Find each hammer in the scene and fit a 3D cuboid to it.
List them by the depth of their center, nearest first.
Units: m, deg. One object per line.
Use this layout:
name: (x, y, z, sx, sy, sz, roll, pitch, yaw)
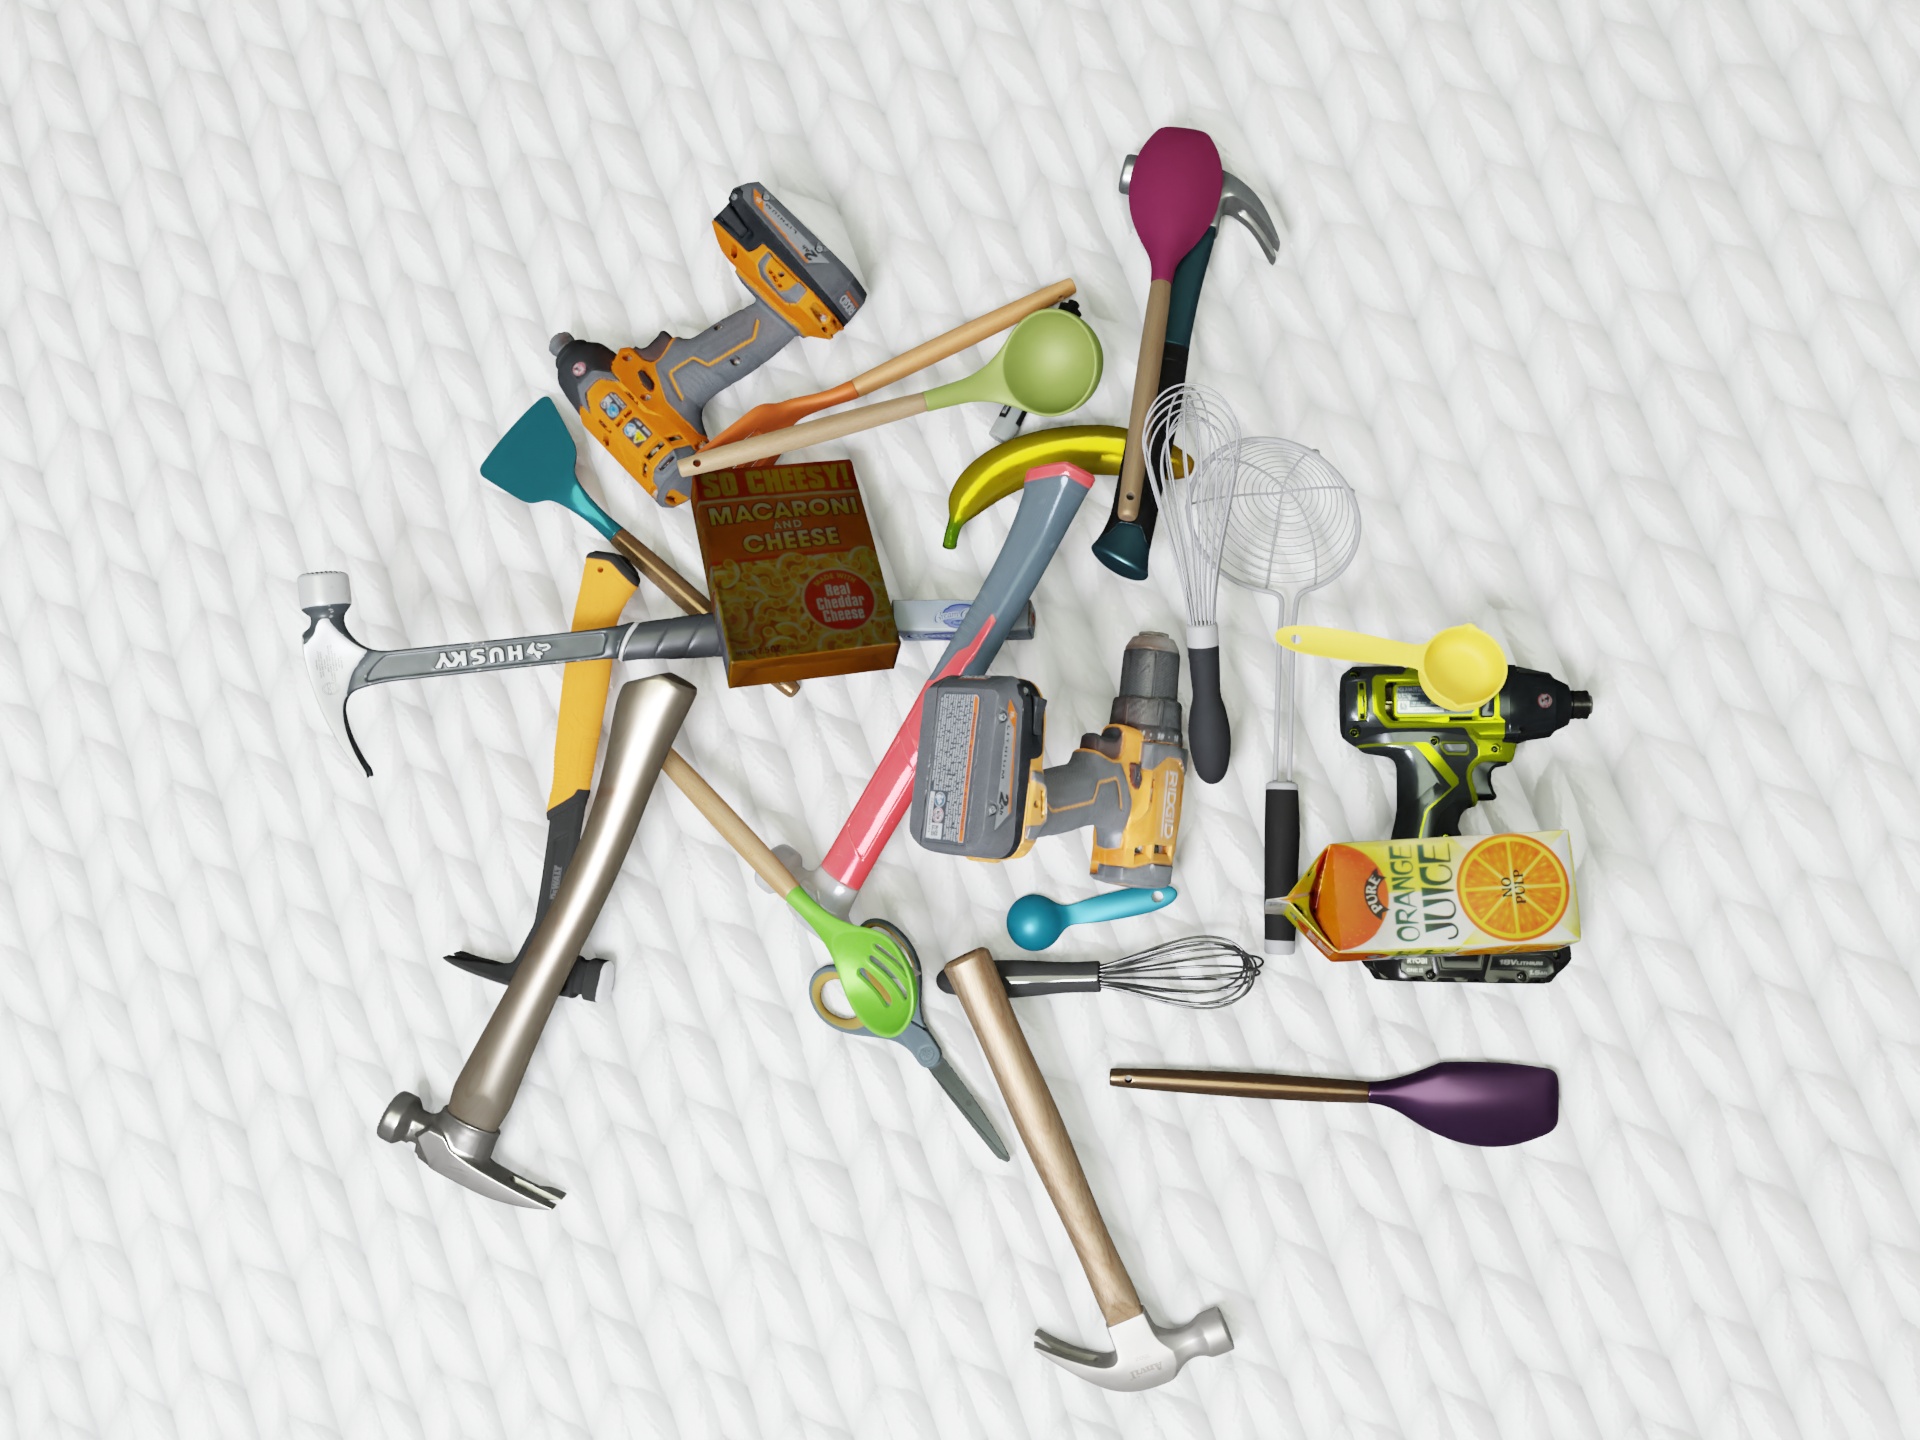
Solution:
hammer: (-0.002, -0.004, 1.131, 0.143, 0.038, 0.386, 35, 102, 20)
hammer: (0.068, 0.320, 1.133, 0.130, 0.031, 0.331, -25, 88, 5)
hammer: (-0.282, 0.158, 1.161, 0.146, 0.038, 0.410, 26, 97, 3)
hammer: (-0.263, -0.051, 1.164, 0.409, 0.036, 0.149, -6, 93, -11)
hammer: (0.150, -0.261, 1.168, 0.128, 0.033, 0.331, 12, 76, 6)
hammer: (-0.300, 0.038, 1.203, 0.127, 0.034, 0.337, 10, 91, 7)

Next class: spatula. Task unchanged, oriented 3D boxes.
spatula: (0.265, 0.267, 1.137, 0.316, 0.018, 0.060, 3, 86, 6)
spatula: (-0.055, -0.256, 1.209, 0.322, 0.081, 0.041, -26, 60, -1)
spatula: (-0.242, -0.126, 1.232, 0.317, 0.044, 0.082, 42, 91, 4)

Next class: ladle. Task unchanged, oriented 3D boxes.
ladle: (-0.051, -0.228, 1.158, 0.320, 0.062, 0.078, -16, 91, -5)

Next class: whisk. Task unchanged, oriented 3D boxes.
whisk: (0.166, -0.092, 1.113, 0.070, 0.070, 0.284, -4, 104, 6)
whisk: (0.099, 0.184, 1.153, 0.239, 0.055, 0.055, -4, 84, 11)

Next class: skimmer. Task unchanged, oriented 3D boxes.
skimmer: (0.220, -0.015, 1.132, 0.127, 0.090, 0.363, 0, 86, 29)

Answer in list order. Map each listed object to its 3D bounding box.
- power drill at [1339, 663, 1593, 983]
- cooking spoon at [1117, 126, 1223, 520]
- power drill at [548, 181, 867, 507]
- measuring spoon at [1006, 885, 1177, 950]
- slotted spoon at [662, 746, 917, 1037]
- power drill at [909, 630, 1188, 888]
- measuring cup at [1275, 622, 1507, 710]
power drill: (0.357, 0.071, 1.117, 0.171, 0.080, 0.223, 0, 81, 8)
cooking spoon: (0.142, -0.293, 1.149, 0.069, 0.017, 0.319, 8, 75, 5)
power drill: (-0.201, -0.296, 1.215, 0.226, 0.084, 0.164, -45, 80, 4)
measuring spoon: (0.096, 0.139, 1.166, 0.128, 0.021, 0.042, -13, 83, 7)
slotted spoon: (-0.137, 0.106, 1.151, 0.314, 0.031, 0.070, 44, 122, 19)
power drill: (0.076, 0.018, 1.094, 0.084, 0.226, 0.185, 2, 84, 45)
measuring cup: (0.295, -0.042, 1.098, 0.156, 0.029, 0.062, 10, 74, 10)
